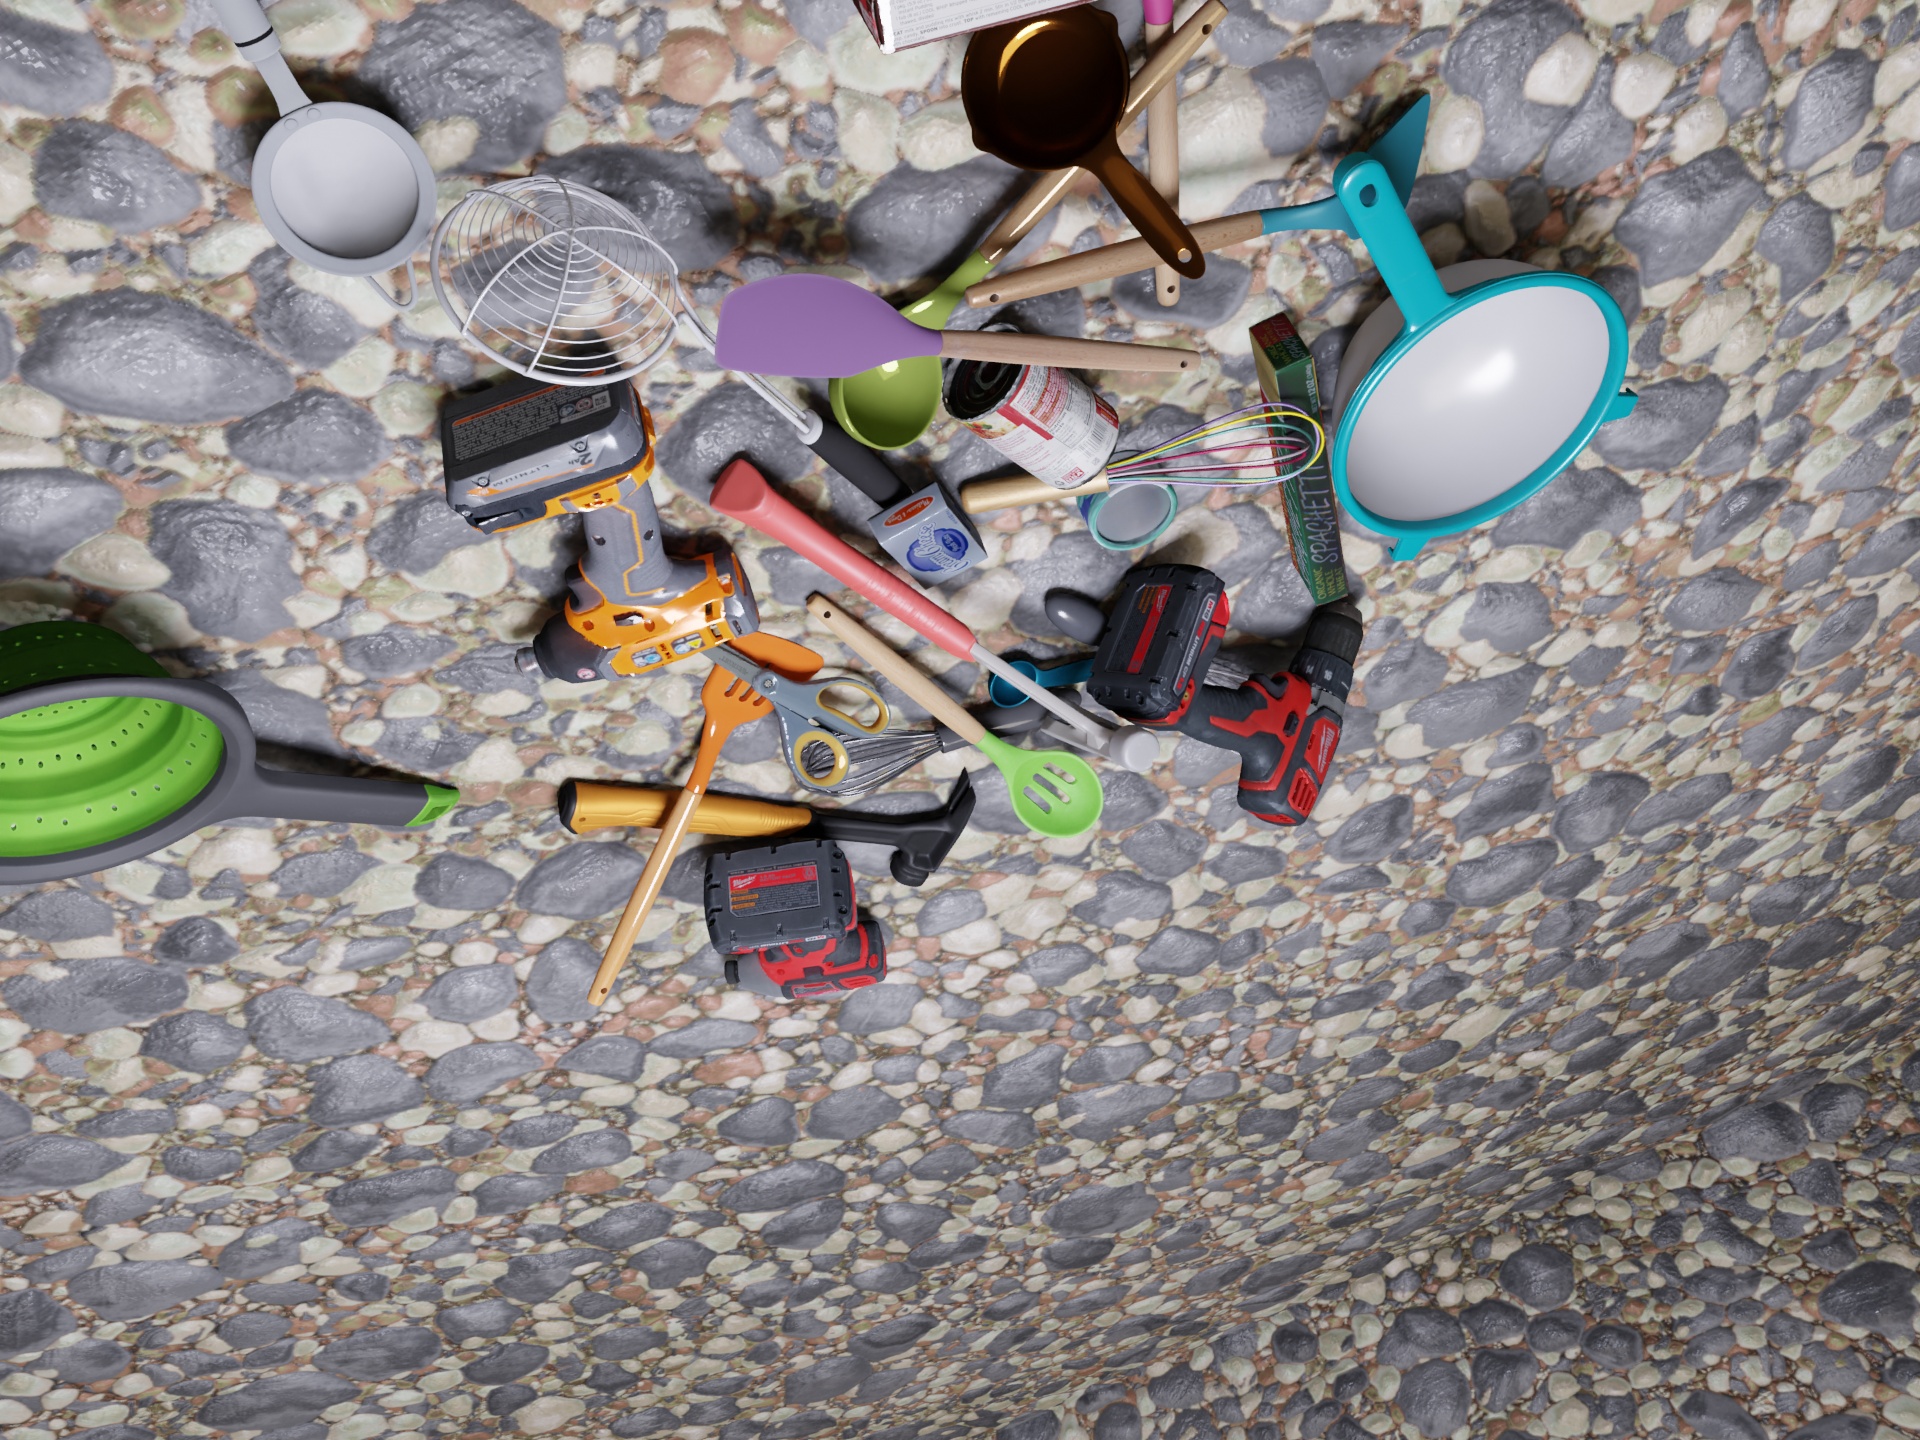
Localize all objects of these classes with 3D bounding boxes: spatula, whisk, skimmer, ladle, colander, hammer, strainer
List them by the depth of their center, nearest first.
[{"bbox_3d":[-0.326,-0.313,0.751,0.087,0.050,0.258,-25,135,-4],"label":"strainer"},{"bbox_3d":[0.037,-0.280,0.916,0.078,0.062,0.320,21,127,-42],"label":"ladle"},{"bbox_3d":[0.010,-0.221,0.927,0.315,0.018,0.059,-2,124,-28],"label":"spatula"},{"bbox_3d":[-0.147,-0.192,0.938,0.090,0.127,0.363,-17,155,23],"label":"skimmer"},{"bbox_3d":[0.148,-0.293,0.943,0.317,0.044,0.082,-18,142,-13],"label":"spatula"},{"bbox_3d":[-0.501,0.015,1.029,0.204,0.095,0.396,-41,154,22],"label":"colander"},{"bbox_3d":[0.297,-0.260,1.031,0.211,0.095,0.340,-35,138,15],"label":"strainer"},{"bbox_3d":[0.121,-0.165,1.068,0.245,0.051,0.047,-9,159,11],"label":"whisk"},{"bbox_3d":[-0.022,-0.070,1.107,0.358,0.149,0.037,33,87,-28],"label":"hammer"},{"bbox_3d":[-0.207,0.077,1.193,0.081,0.041,0.322,20,101,-38],"label":"spatula"},{"bbox_3d":[-0.016,0.012,1.252,0.239,0.055,0.055,-16,141,-12],"label":"whisk"},{"bbox_3d":[0.170,-0.038,1.265,0.284,0.070,0.070,26,122,-36],"label":"whisk"},{"bbox_3d":[-0.151,0.076,1.271,0.336,0.034,0.127,7,134,-29],"label":"hammer"}]

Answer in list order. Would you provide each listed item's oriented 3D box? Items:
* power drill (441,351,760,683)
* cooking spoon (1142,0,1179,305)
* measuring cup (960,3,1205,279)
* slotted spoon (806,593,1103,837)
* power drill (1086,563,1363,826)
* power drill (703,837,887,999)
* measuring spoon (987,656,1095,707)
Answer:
[{"bbox_3d":[-0.236,-0.107,0.995,0.164,0.084,0.226,-19,144,2],"label":"power drill"},{"bbox_3d":[0.112,-0.368,0.889,0.068,0.017,0.318,-16,140,-4],"label":"cooking spoon"},{"bbox_3d":[0.075,-0.309,0.854,0.095,0.052,0.173,-38,102,21],"label":"measuring cup"},{"bbox_3d":[-0.002,-0.004,1.208,0.070,0.031,0.313,-48,123,5],"label":"slotted spoon"},{"bbox_3d":[0.220,-0.040,1.223,0.226,0.080,0.188,30,77,-34],"label":"power drill"},{"bbox_3d":[-0.143,0.179,1.335,0.143,0.079,0.219,-8,154,1],"label":"power drill"},{"bbox_3d":[0.076,-0.040,1.254,0.128,0.021,0.042,-11,126,-24],"label":"measuring spoon"}]
